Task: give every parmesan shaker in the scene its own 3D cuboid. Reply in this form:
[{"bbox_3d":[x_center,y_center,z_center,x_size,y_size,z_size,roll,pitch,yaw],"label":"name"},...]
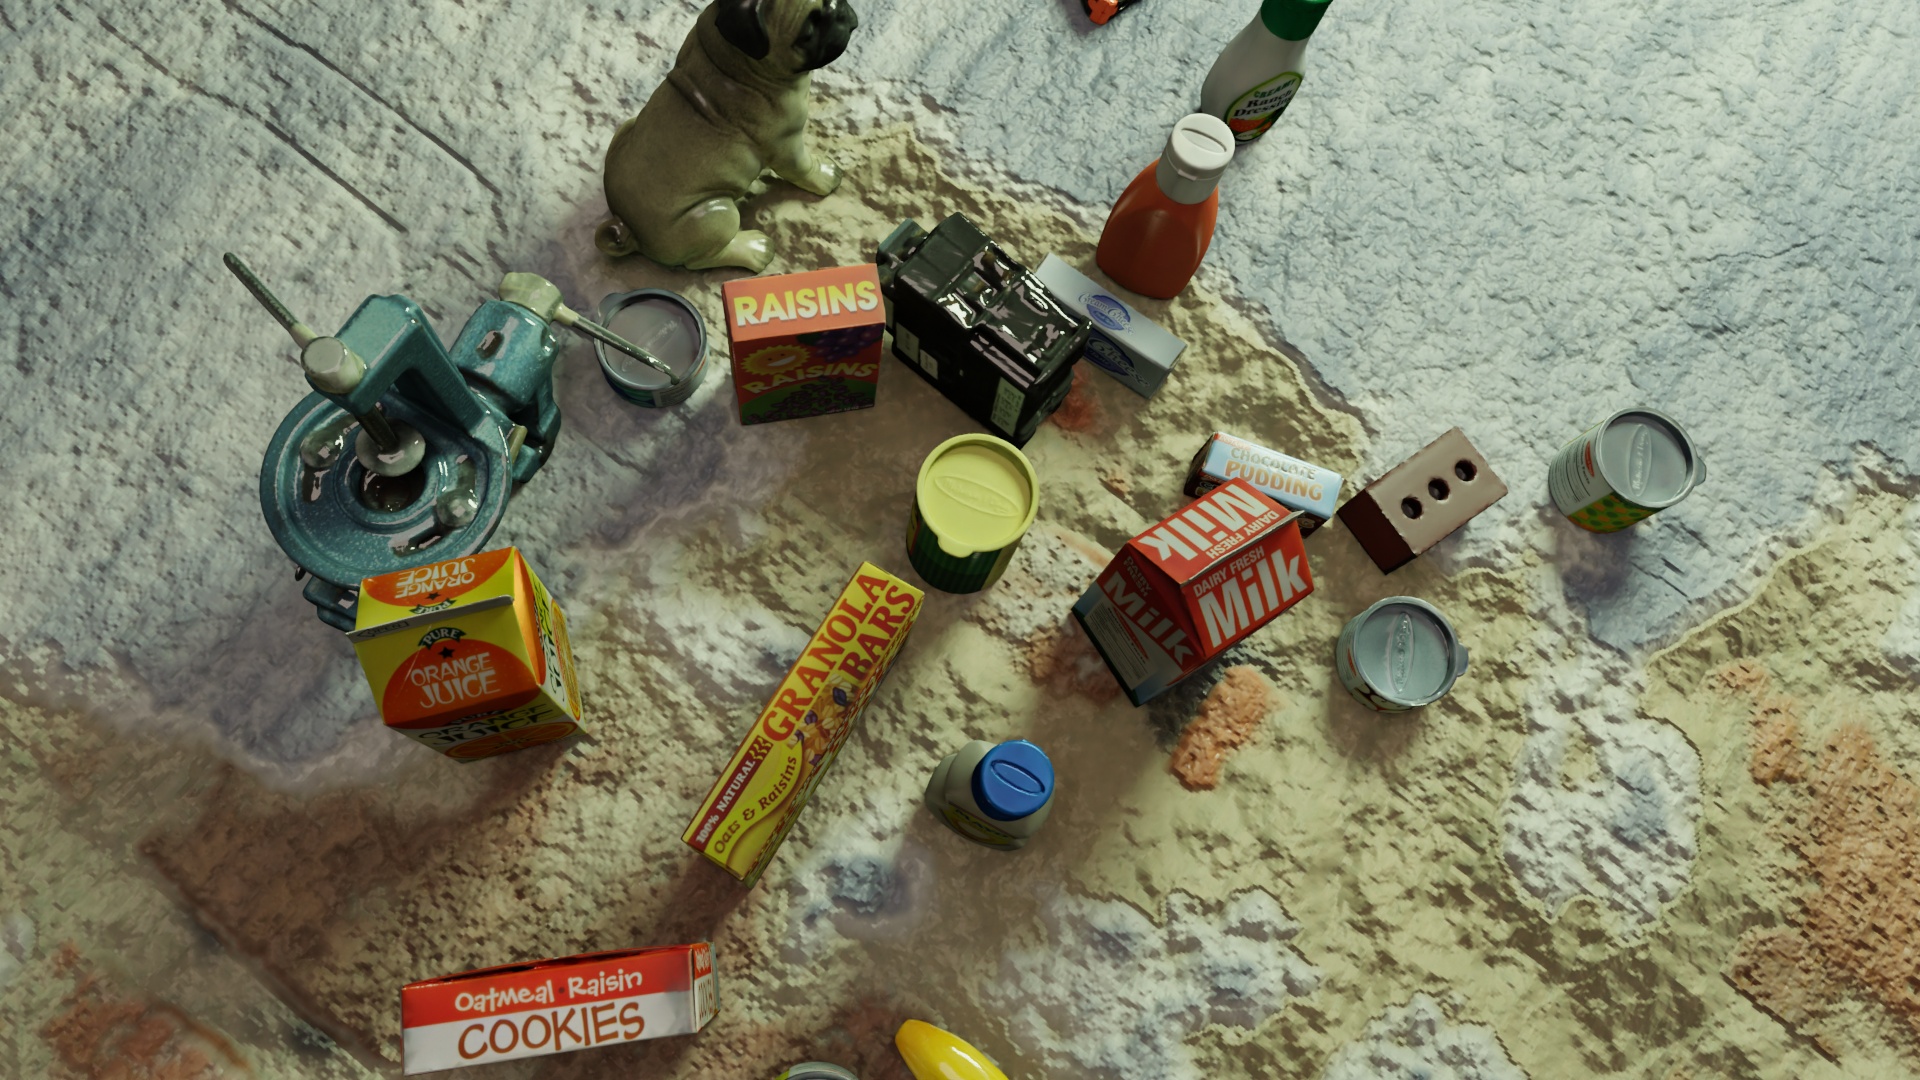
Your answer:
[{"bbox_3d":[0.003,-0.010,0.787,0.071,0.102,0.071,2,74,-6],"label":"parmesan shaker"}]

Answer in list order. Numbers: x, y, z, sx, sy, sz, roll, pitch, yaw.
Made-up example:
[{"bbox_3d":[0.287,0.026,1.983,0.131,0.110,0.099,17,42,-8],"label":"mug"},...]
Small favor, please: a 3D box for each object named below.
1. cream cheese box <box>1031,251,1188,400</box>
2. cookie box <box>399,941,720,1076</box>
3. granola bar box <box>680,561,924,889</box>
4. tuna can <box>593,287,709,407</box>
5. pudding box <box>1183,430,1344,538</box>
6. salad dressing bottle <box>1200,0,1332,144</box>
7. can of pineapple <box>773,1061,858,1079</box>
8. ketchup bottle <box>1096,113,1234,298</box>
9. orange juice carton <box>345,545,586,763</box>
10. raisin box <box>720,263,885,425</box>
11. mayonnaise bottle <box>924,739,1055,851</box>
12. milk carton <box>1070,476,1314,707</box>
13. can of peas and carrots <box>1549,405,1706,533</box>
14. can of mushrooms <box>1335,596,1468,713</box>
[{"bbox_3d":[0.086,-0.131,0.859,0.104,0.053,0.024,35,73,4],"label":"cream cheese box"},{"bbox_3d":[-0.182,0.219,0.664,0.123,0.167,0.040,-6,75,-8],"label":"cookie box"},{"bbox_3d":[-0.082,0.100,0.734,0.039,0.124,0.166,31,73,3],"label":"granola bar box"},{"bbox_3d":[-0.186,-0.117,0.834,0.071,0.032,0.071,2,73,-6],"label":"tuna can"},{"bbox_3d":[0.183,-0.034,0.843,0.084,0.049,0.030,20,73,0],"label":"pudding box"},{"bbox_3d":[0.195,-0.307,0.875,0.064,0.147,0.044,-18,77,-11],"label":"salad dressing bottle"},{"bbox_3d":[-0.075,0.305,0.709,0.071,0.057,0.071,2,74,-6],"label":"can of pineapple"},{"bbox_3d":[0.126,-0.199,0.834,0.065,0.148,0.043,25,73,1],"label":"ketchup bottle"},{"bbox_3d":[-0.241,0.058,0.692,0.072,0.192,0.073,-13,76,-10],"label":"orange juice carton"},{"bbox_3d":[-0.089,-0.111,0.796,0.086,0.123,0.040,-9,75,-9],"label":"raisin box"},{"bbox_3d":[0.018,0.132,0.724,0.065,0.147,0.041,28,73,2],"label":"mayonnaise bottle"},{"bbox_3d":[0.124,0.027,0.745,0.072,0.190,0.073,-30,80,-14],"label":"milk carton"},{"bbox_3d":[0.415,-0.043,0.868,0.071,0.058,0.071,2,74,-6],"label":"can of peas and carrots"},{"bbox_3d":[0.263,0.069,0.830,0.071,0.033,0.071,2,73,-6],"label":"can of mushrooms"}]
